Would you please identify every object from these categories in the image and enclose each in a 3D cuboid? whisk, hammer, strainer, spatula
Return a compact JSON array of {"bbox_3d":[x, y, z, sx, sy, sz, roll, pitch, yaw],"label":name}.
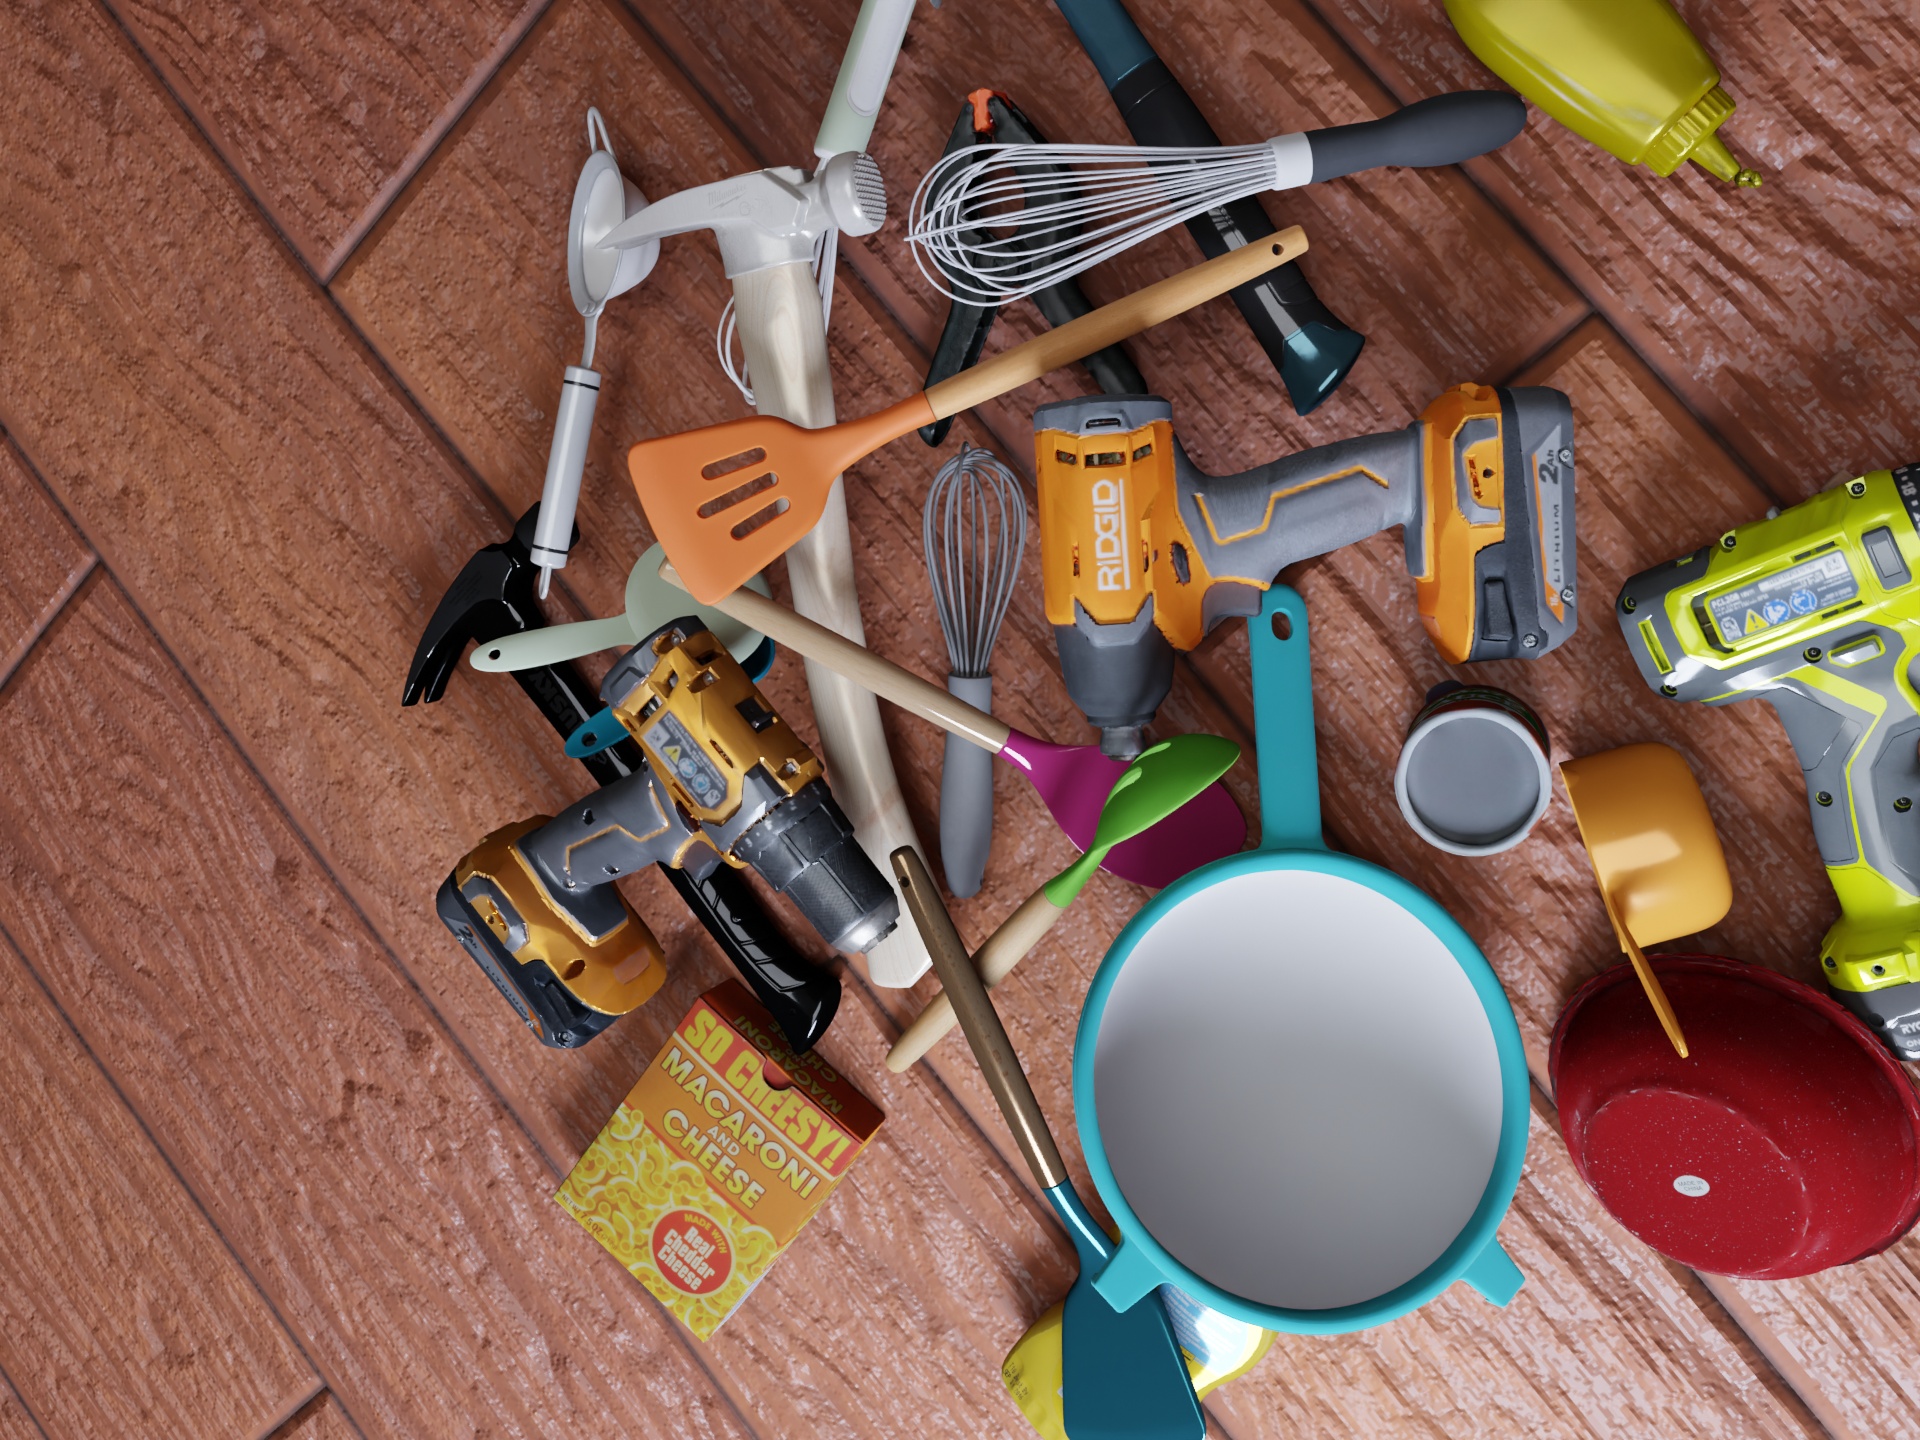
[{"bbox_3d":[0.114,-0.242,0.706,0.284,0.070,0.070,-12,93,-3],"label":"whisk"},{"bbox_3d":[-0.076,-0.061,0.804,0.146,0.038,0.410,-6,102,22],"label":"hammer"},{"bbox_3d":[0.147,0.108,0.761,0.211,0.095,0.340,2,75,-8],"label":"strainer"},{"bbox_3d":[0.032,0.207,0.773,0.082,0.044,0.317,-19,100,35],"label":"spatula"},{"bbox_3d":[0.009,-0.153,0.726,0.322,0.041,0.081,-24,102,5],"label":"spatula"},{"bbox_3d":[-0.200,-0.192,0.856,0.087,0.050,0.258,22,101,56],"label":"strainer"},{"bbox_3d":[0.092,-0.295,0.754,0.128,0.033,0.331,-32,86,15],"label":"hammer"},{"bbox_3d":[-0.066,-0.278,0.809,0.059,0.057,0.246,36,108,58],"label":"whisk"},{"bbox_3d":[0.004,-0.023,0.819,0.055,0.055,0.239,6,103,19],"label":"whisk"},{"bbox_3d":[-0.183,0.048,0.898,0.146,0.035,0.335,-41,83,19],"label":"hammer"}]

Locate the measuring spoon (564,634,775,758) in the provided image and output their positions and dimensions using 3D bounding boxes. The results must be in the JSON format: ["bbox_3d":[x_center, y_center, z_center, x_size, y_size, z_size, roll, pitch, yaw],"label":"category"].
[{"bbox_3d":[-0.157,-0.013,0.867,0.128,0.021,0.042,-31,71,-2],"label":"measuring spoon"}]

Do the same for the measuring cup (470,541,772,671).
[{"bbox_3d":[-0.185,-0.055,0.849,0.167,0.038,0.083,-13,71,0],"label":"measuring cup"}]

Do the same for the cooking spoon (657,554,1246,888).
[{"bbox_3d":[-0.001,-0.002,0.776,0.318,0.017,0.068,28,104,-10],"label":"cooking spoon"}]

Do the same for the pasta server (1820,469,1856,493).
[{"bbox_3d":[0.482,0.008,0.654,0.316,0.040,0.060,46,120,10],"label":"pasta server"}]

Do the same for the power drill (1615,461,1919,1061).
[{"bbox_3d":[0.404,0.006,0.647,0.190,0.080,0.228,-25,88,33],"label":"power drill"}]

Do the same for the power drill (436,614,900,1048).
[{"bbox_3d":[-0.148,0.081,0.813,0.185,0.084,0.226,50,120,3],"label":"power drill"}]

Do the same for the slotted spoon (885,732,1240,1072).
[{"bbox_3d":[0.033,0.098,0.769,0.031,0.070,0.313,42,133,5],"label":"slotted spoon"}]

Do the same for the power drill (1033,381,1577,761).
[{"bbox_3d":[0.150,-0.068,0.712,0.226,0.084,0.164,-3,96,4],"label":"power drill"}]

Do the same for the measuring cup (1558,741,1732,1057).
[{"bbox_3d":[0.297,0.074,0.661,0.052,0.174,0.095,-20,116,16],"label":"measuring cup"}]
